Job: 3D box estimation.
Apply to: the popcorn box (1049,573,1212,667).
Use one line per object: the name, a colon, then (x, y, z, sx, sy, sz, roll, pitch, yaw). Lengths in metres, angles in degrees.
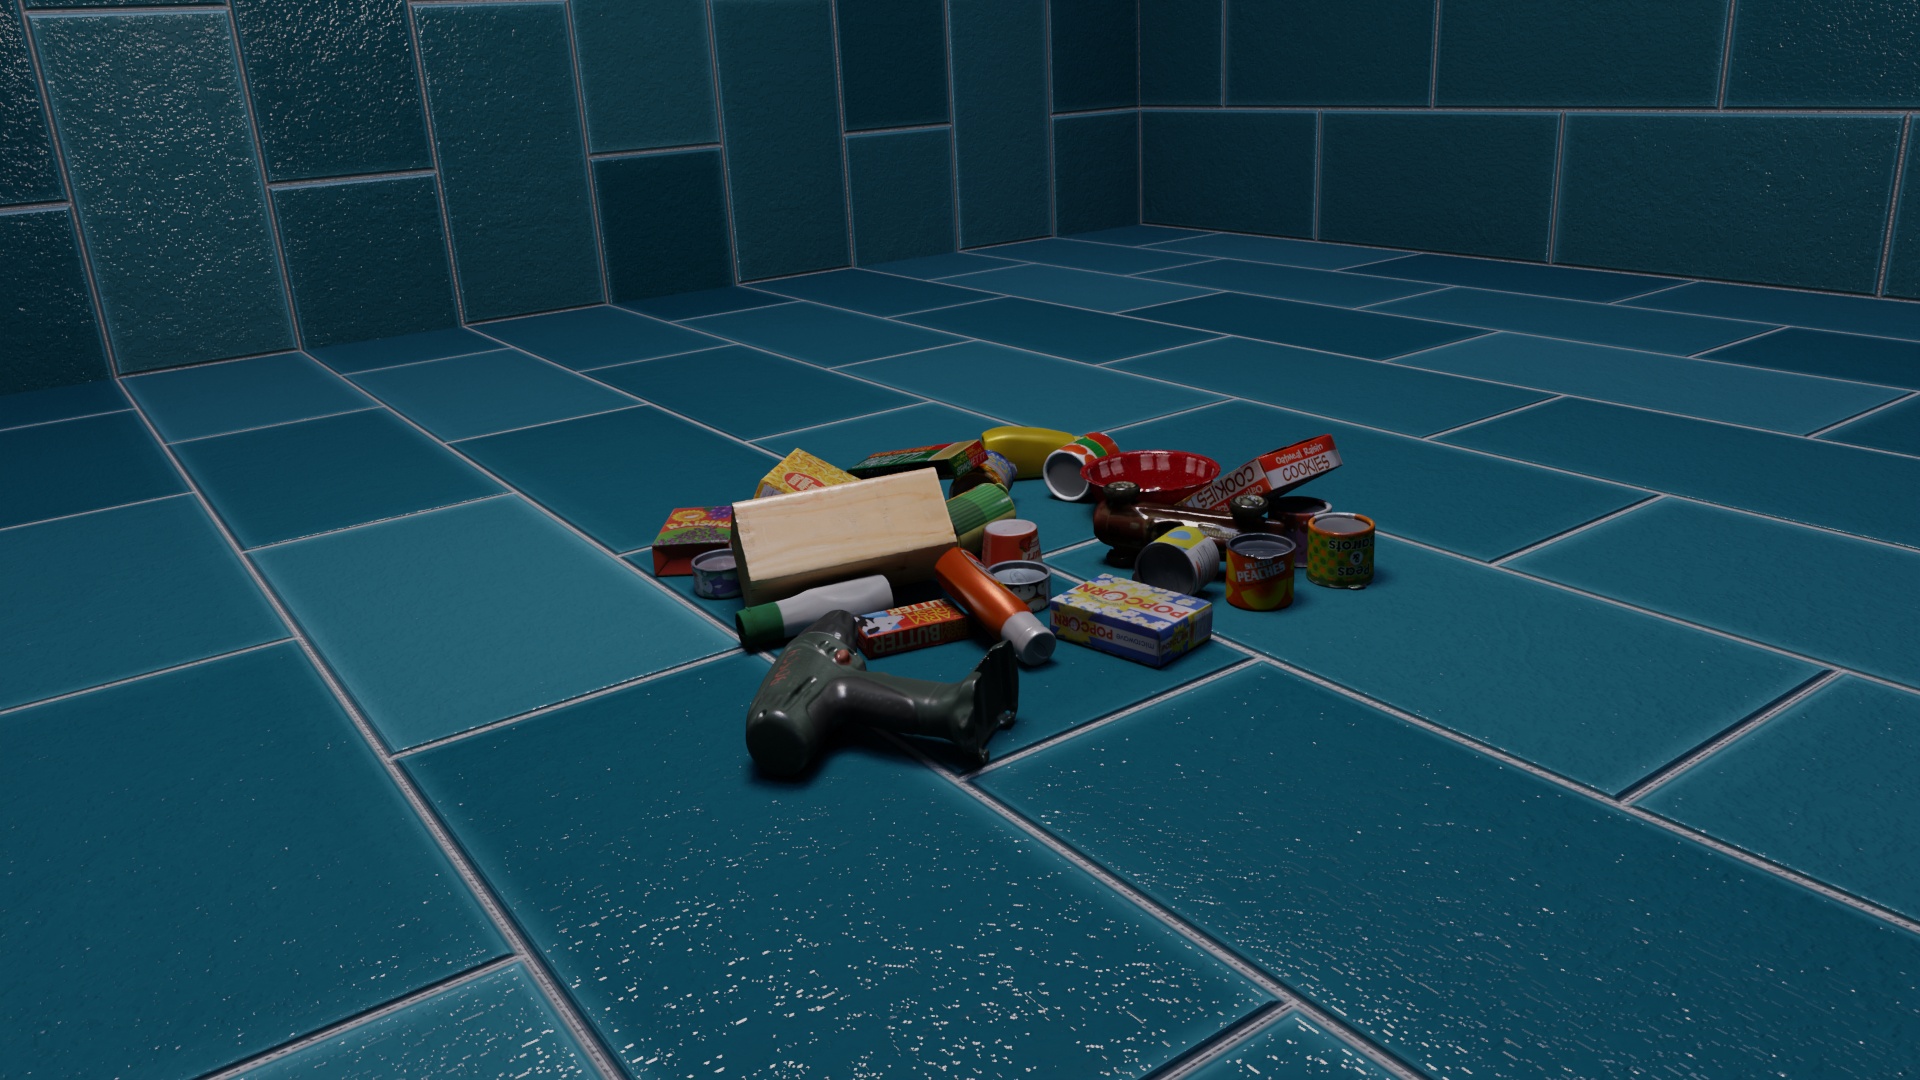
popcorn box: (0.157, 0.072, 1.280, 0.127, 0.038, 0.085, 15, 27, 41)

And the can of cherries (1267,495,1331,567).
can of cherries: (0.351, -0.011, 1.454, 0.071, 0.058, 0.072, -2, 20, 1)

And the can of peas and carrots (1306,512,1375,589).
can of peas and carrots: (0.382, 0.010, 1.392, 0.071, 0.058, 0.071, -3, 19, 1)

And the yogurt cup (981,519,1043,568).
yogurt cup: (0.053, 0.011, 1.445, 0.072, 0.053, 0.072, -3, 19, 1)

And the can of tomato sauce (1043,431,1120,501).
can of tomato sauce: (0.147, -0.091, 1.698, 0.071, 0.071, 0.083, 10, 24, 32)

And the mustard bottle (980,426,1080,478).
mustard bottle: (0.106, -0.112, 1.777, 0.160, 0.065, 0.049, 0, 24, -10)

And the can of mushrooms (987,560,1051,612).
can of mushrooms: (0.055, 0.046, 1.377, 0.071, 0.033, 0.071, -2, 20, 1)

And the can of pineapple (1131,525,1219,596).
can of pineapple: (0.212, 0.024, 1.366, 0.071, 0.070, 0.058, 10, 23, 33)

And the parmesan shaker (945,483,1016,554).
parmesan shaker: (0.005, -0.019, 1.509, 0.071, 0.071, 0.103, 11, 24, 35)

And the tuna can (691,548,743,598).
tuna can: (-0.245, 0.034, 1.454, 0.071, 0.032, 0.071, -3, 20, 1)

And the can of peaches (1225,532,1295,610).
can of peaches: (0.291, 0.031, 1.348, 0.071, 0.057, 0.071, -2, 20, 1)

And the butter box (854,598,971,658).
butter box: (-0.047, 0.081, 1.305, 0.104, 0.024, 0.053, -10, 21, -20)

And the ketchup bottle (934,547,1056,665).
ketchup bottle: (0.033, 0.063, 1.285, 0.043, 0.064, 0.149, -46, 42, -1)

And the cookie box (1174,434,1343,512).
cookie box: (0.307, -0.054, 1.486, 0.123, 0.040, 0.166, -19, -9, -38)

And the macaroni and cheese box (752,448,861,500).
macaroni and cheese box: (-0.130, -0.033, 1.513, 0.166, 0.040, 0.124, 26, 23, 2)

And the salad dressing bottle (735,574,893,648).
salad dressing bottle: (-0.139, 0.069, 1.328, 0.148, 0.044, 0.064, -12, 15, -22)

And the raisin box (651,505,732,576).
raisin box: (-0.288, -0.001, 1.550, 0.086, 0.040, 0.124, -3, 21, 1)

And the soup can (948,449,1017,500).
soup can: (0.027, -0.065, 1.641, 0.071, 0.071, 0.084, 0, 20, 10)

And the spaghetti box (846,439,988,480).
spaghetti box: (-0.057, -0.090, 1.677, 0.050, 0.028, 0.250, -33, 17, -29)
